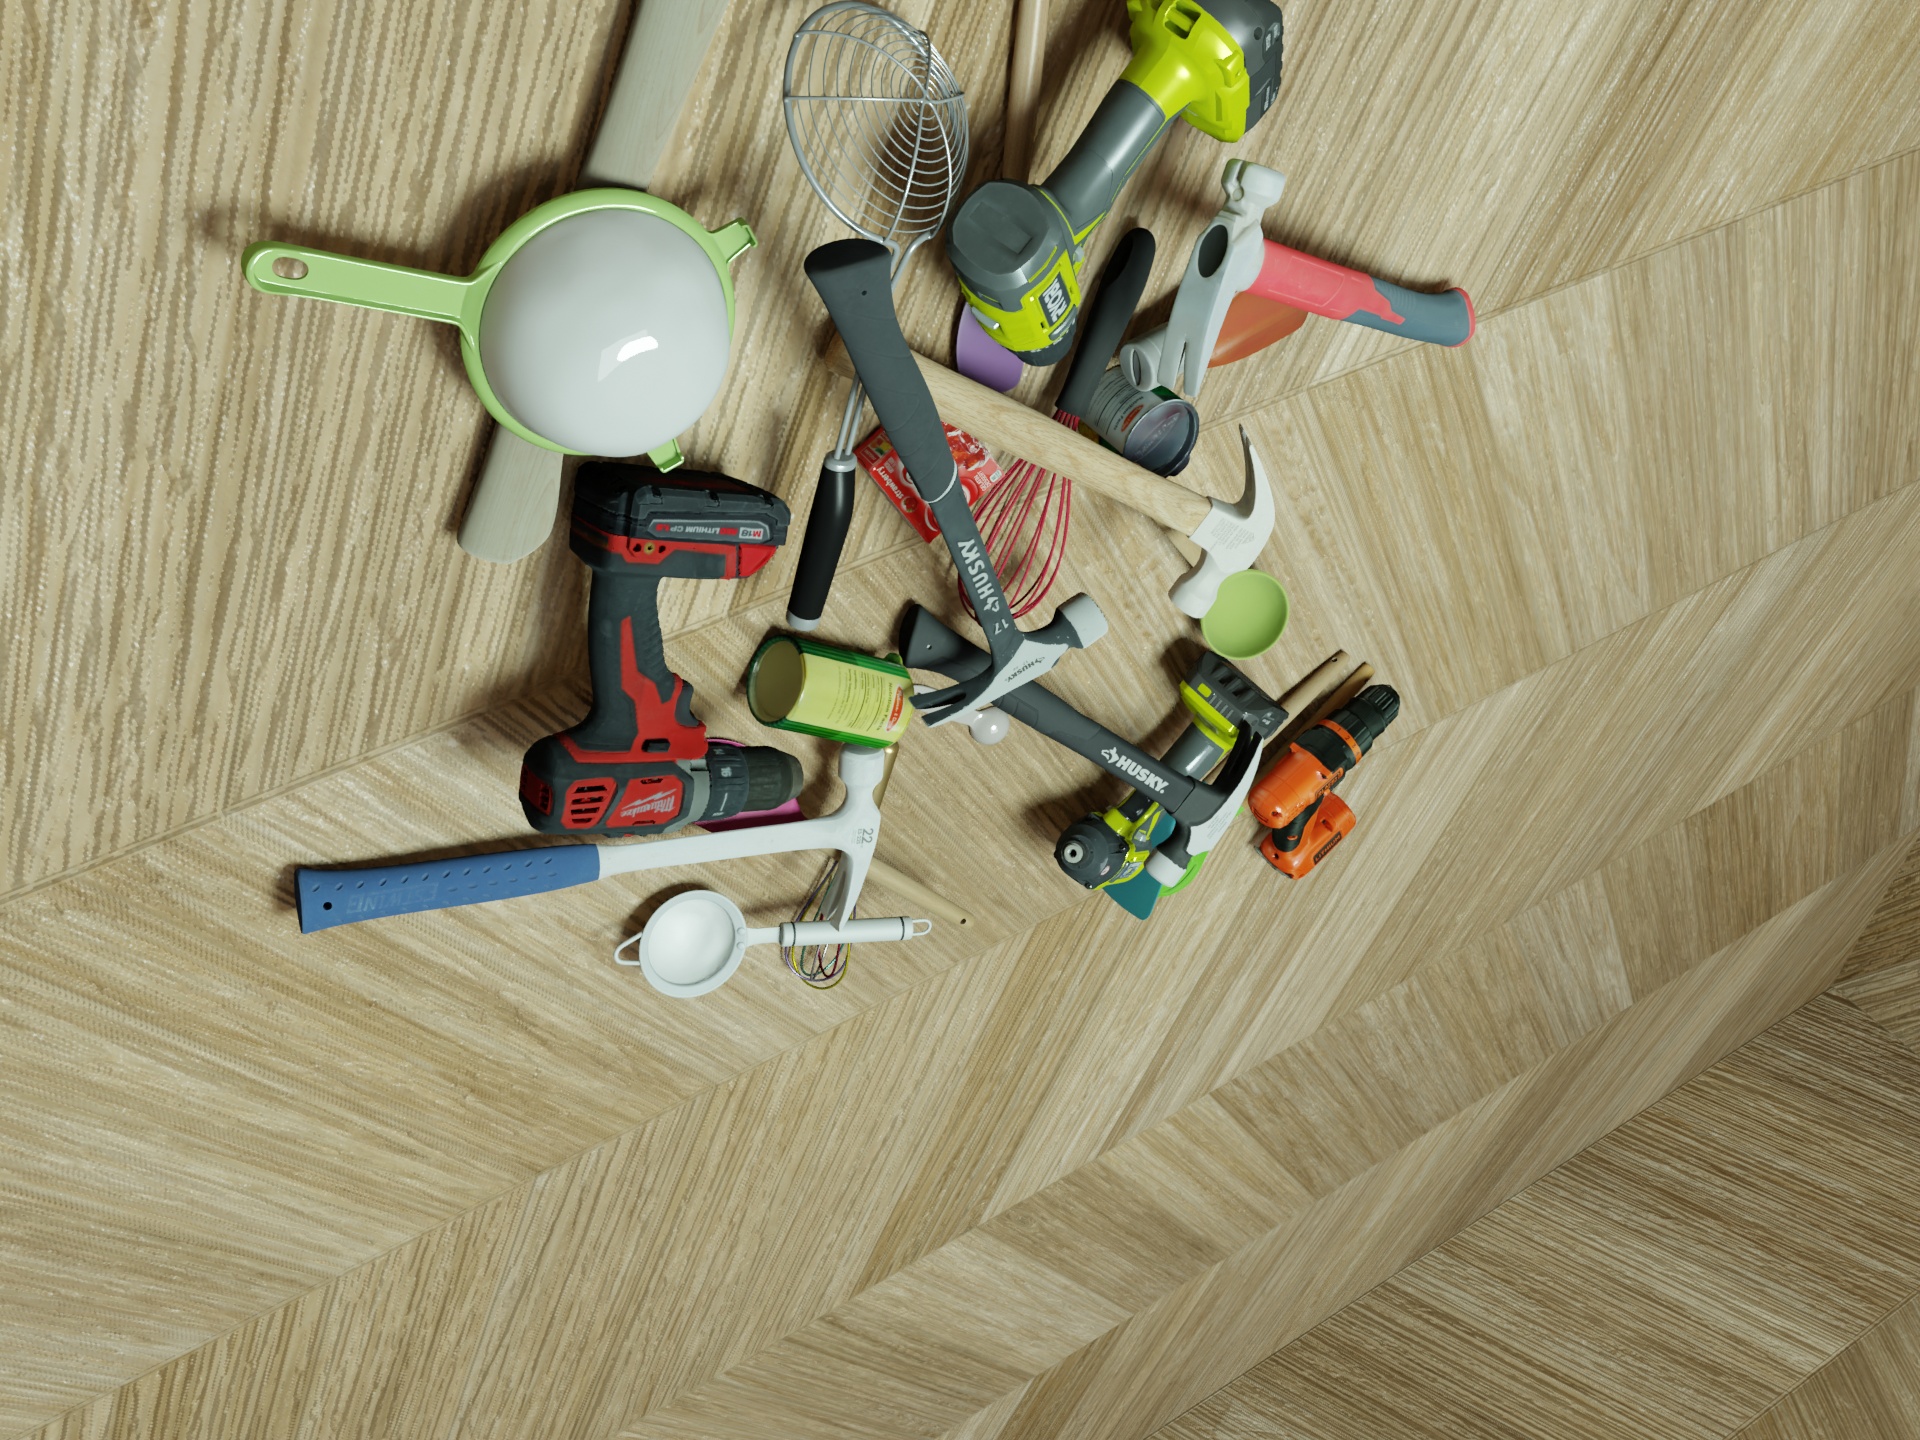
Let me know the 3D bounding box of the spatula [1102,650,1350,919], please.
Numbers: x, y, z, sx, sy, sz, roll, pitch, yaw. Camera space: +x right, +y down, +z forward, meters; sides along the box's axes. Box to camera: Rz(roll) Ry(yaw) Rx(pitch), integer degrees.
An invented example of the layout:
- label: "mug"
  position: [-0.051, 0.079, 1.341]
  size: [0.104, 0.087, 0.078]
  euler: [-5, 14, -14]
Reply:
- label: "spatula"
  position: [0.251, 0.050, 1.481]
  size: [0.317, 0.082, 0.044]
  euler: [-42, 130, -8]

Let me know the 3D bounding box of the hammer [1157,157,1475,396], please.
- label: "hammer"
  position: [0.269, -0.285, 1.123]
  size: [0.386, 0.038, 0.143]
  euler: [-6, 120, -51]

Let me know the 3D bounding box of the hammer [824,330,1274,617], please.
- label: "hammer"
  position: [0.066, -0.178, 1.033]
  size: [0.331, 0.031, 0.130]
  euler: [22, 121, -25]

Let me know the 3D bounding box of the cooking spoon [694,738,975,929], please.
- label: "cooking spoon"
  position: [-0.096, 0.098, 1.220]
  size: [0.318, 0.017, 0.069]
  euler: [34, 92, -38]

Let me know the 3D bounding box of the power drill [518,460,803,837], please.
- label: "power drill"
  position: [-0.167, -0.036, 0.983]
  size: [0.187, 0.080, 0.226]
  euler: [-1, 110, -39]

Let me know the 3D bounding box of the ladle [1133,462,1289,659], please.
- label: "ladle"
  position: [0.186, -0.121, 1.215]
  size: [0.078, 0.062, 0.320]
  euler: [-44, 153, 7]

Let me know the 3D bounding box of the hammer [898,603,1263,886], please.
- label: "hammer"
  position: [0.090, 0.002, 1.222]
  size: [0.334, 0.035, 0.146]
  euler: [31, 103, -27]

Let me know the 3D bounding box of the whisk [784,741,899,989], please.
- label: "whisk"
  position: [-0.088, 0.118, 1.273]
  size: [0.051, 0.047, 0.244]
  euler: [-3, 124, -36]

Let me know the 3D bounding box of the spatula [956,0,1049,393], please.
- label: "spatula"
  position: [0.032, -0.335, 0.964]
  size: [0.060, 0.018, 0.315]
  euler: [-22, 138, -29]

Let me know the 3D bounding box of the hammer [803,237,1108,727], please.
- label: "hammer"
  position: [-0.013, -0.133, 0.973]
  size: [0.149, 0.036, 0.408]
  euler: [-34, 145, -4]

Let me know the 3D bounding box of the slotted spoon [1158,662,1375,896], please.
- label: "slotted spoon"
  position: [0.288, 0.062, 1.541]
  size: [0.314, 0.031, 0.070]
  euler: [-47, 143, 4]

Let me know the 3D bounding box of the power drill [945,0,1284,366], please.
- label: "power drill"
  position: [0.088, -0.318, 0.944]
  size: [0.228, 0.080, 0.190]
  euler: [-51, 168, 3]

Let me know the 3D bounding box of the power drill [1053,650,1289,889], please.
- label: "power drill"
  position: [0.173, 0.051, 1.365]
  size: [0.223, 0.080, 0.171]
  euler: [-50, 163, 11]

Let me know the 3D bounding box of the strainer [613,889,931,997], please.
- label: "strainer"
  position: [-0.144, 0.167, 1.237]
  size: [0.258, 0.050, 0.087]
  euler: [0, 105, -22]

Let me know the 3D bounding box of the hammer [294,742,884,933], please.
- label: "hammer"
  position: [-0.241, 0.102, 1.101]
  size: [0.405, 0.035, 0.144]
  euler: [-6, 114, -29]

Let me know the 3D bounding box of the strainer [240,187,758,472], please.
- label: "strainer"
  position: [-0.218, -0.194, 0.796]
  size: [0.256, 0.069, 0.151]
  euler: [2, 126, -39]

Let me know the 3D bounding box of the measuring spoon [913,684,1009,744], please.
- label: "measuring spoon"
  position: [-0.002, -0.004, 1.246]
  size: [0.124, 0.018, 0.034]
  euler: [22, 111, -47]

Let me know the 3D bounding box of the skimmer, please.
- label: "skimmer"
  position: [-0.076, -0.219, 0.929]
  size: [0.127, 0.090, 0.363]
  euler: [-24, 144, -43]

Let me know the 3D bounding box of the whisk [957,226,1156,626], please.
- label: "whisk"
  position: [0.069, -0.195, 1.096]
  size: [0.073, 0.073, 0.295]
  euler: [3, 119, -41]

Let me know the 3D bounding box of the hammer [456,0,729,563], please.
- label: "hammer"
  position: [-0.197, -0.264, 0.829]
  size: [0.146, 0.038, 0.410]
  euler: [5, 123, -40]
